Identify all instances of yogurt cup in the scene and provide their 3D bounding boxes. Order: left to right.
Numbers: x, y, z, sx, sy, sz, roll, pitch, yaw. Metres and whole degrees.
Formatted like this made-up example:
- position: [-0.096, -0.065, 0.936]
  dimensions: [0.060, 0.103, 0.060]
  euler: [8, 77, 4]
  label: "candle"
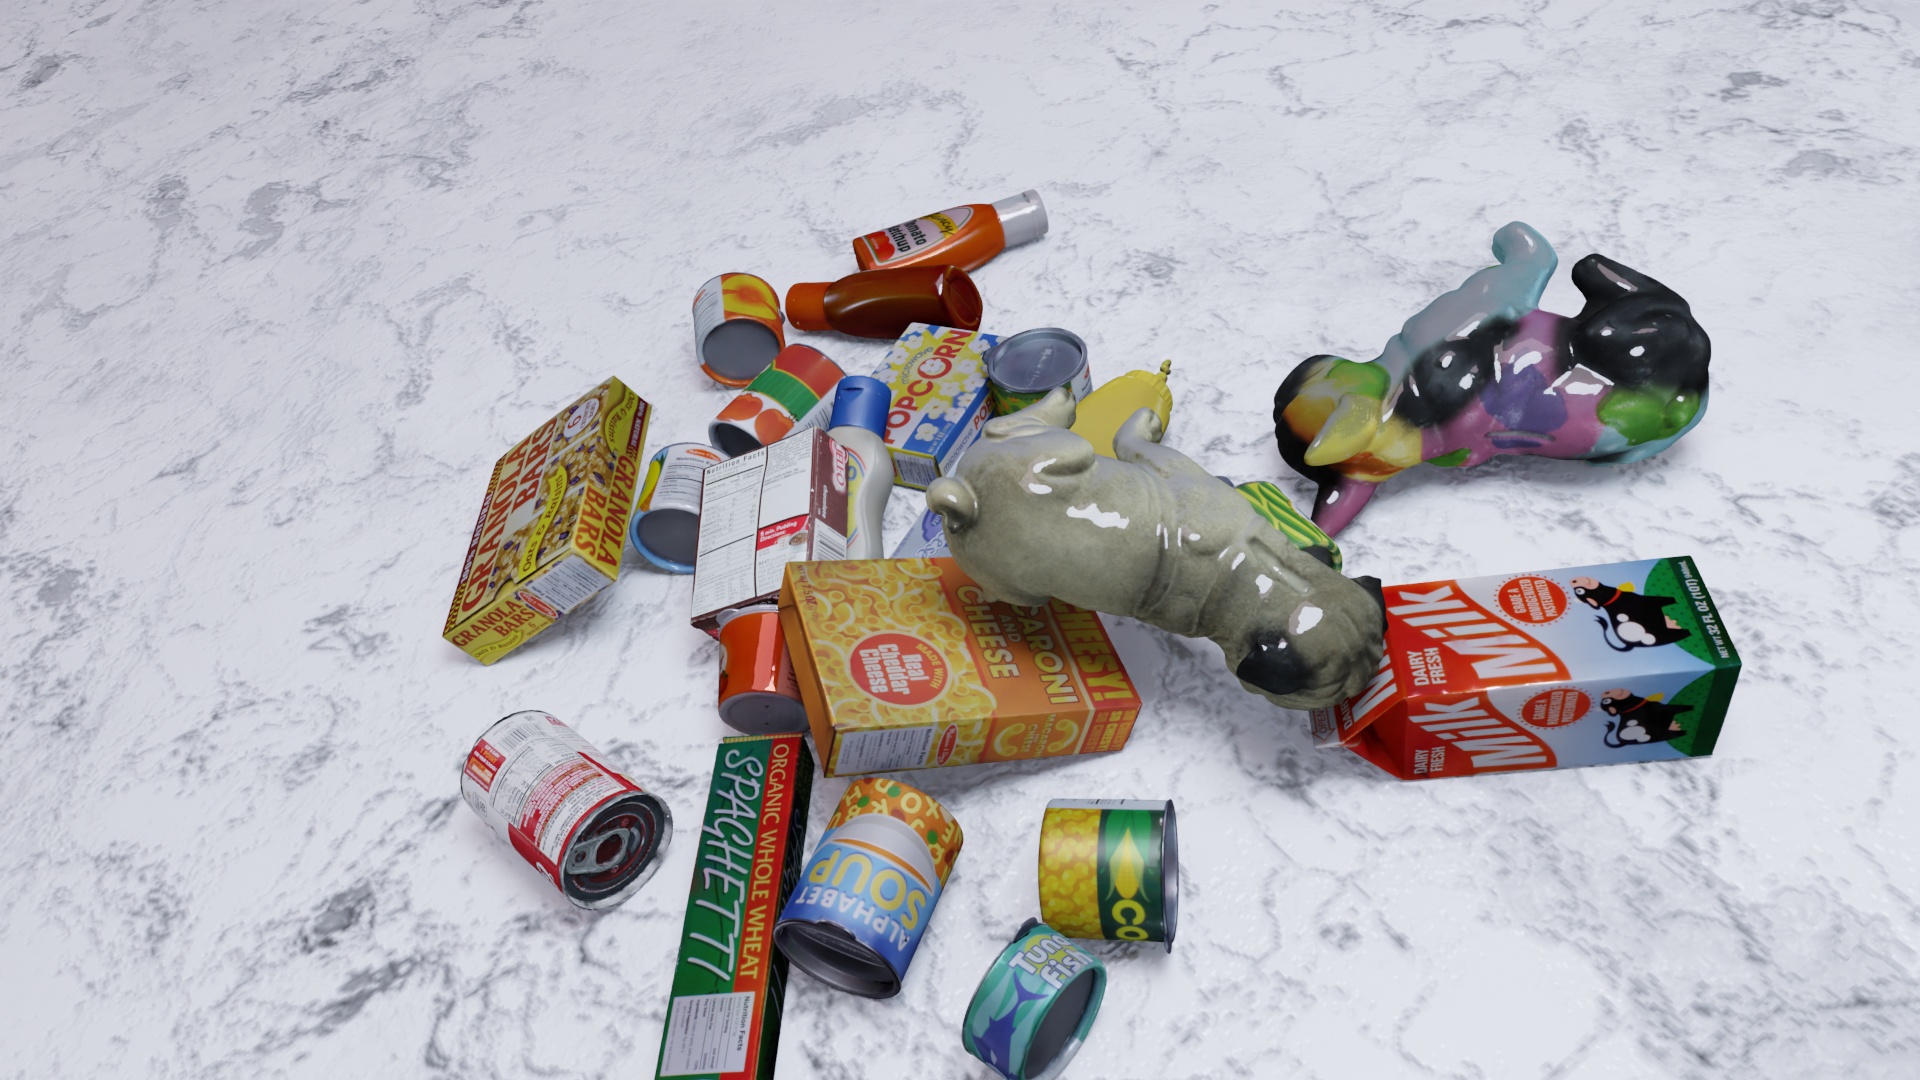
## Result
- position: [-0.106, 0.076, 0.786]
  dimensions: [0.072, 0.072, 0.054]
  euler: [-5, 53, 10]
  label: "yogurt cup"

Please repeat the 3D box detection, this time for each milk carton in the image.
- position: [0.268, 0.066, 0.689]
  dimensions: [0.190, 0.073, 0.073]
  euler: [-6, 45, 9]
  label: "milk carton"

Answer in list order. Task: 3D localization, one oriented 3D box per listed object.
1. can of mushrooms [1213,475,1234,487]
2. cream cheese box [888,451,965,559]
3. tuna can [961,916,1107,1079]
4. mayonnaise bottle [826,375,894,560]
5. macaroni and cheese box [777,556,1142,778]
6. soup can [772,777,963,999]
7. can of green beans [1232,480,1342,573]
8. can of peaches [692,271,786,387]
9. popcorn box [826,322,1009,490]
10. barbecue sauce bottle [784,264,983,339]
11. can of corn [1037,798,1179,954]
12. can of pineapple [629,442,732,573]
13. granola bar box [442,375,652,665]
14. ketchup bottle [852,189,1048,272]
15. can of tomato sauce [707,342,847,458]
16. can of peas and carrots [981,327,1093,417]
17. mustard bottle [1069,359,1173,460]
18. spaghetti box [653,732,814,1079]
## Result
- position: [0.132, -0.010, 0.829]
  dimensions: [0.071, 0.033, 0.071]
  euler: [-8, 44, 8]
  label: "can of mushrooms"
- position: [0.003, -0.011, 0.870]
  dimensions: [0.053, 0.024, 0.104]
  euler: [14, 51, 26]
  label: "cream cheese box"
- position: [0.034, 0.205, 0.614]
  dimensions: [0.033, 0.070, 0.071]
  euler: [26, 57, 32]
  label: "tuna can"
- position: [-0.072, -0.031, 0.868]
  dimensions: [0.065, 0.041, 0.148]
  euler: [-1, 65, 21]
  label: "mayonnaise bottle"
- position: [-0.004, 0.062, 0.745]
  dimensions: [0.167, 0.040, 0.124]
  euler: [-1, 41, -21]
  label: "macaroni and cheese box"
- position: [-0.043, 0.166, 0.672]
  dimensions: [0.071, 0.071, 0.084]
  euler: [9, 49, 23]
  label: "soup can"
- position: [0.170, 0.009, 0.777]
  dimensions: [0.071, 0.071, 0.058]
  euler: [-26, 46, -11]
  label: "can of green beans"
- position: [-0.162, -0.155, 1.030]
  dimensions: [0.071, 0.071, 0.058]
  euler: [-15, 44, 0]
  label: "can of peaches"
- position: [-0.023, -0.093, 0.949]
  dimensions: [0.085, 0.038, 0.127]
  euler: [12, 50, 27]
  label: "popcorn box"
- position: [-0.061, -0.174, 1.027]
  dimensions: [0.148, 0.064, 0.044]
  euler: [4, 69, 30]
  label: "barbecue sauce bottle"
- position: [0.071, 0.157, 0.656]
  dimensions: [0.058, 0.070, 0.071]
  euler: [-2, 46, 14]
  label: "can of corn"
- position: [-0.176, -0.019, 0.899]
  dimensions: [0.071, 0.070, 0.058]
  euler: [-4, 45, 11]
  label: "can of pineapple"
- position: [-0.266, -0.016, 0.900]
  dimensions: [0.124, 0.039, 0.166]
  euler: [-30, 38, 25]
  label: "granola bar box"
- position: [-0.006, -0.233, 1.082]
  dimensions: [0.149, 0.043, 0.065]
  euler: [-20, 43, -6]
  label: "ketchup bottle"
- position: [-0.122, -0.084, 0.946]
  dimensions: [0.071, 0.070, 0.083]
  euler: [19, 54, 30]
  label: "can of tomato sauce"
- position: [0.053, -0.098, 0.920]
  dimensions: [0.071, 0.058, 0.071]
  euler: [-8, 44, 8]
  label: "can of peas and carrots"
- position: [0.095, -0.064, 0.878]
  dimensions: [0.065, 0.048, 0.161]
  euler: [37, 57, 8]
  label: "mustard bottle"
- position: [-0.111, 0.203, 0.683]
  dimensions: [0.050, 0.028, 0.251]
  euler: [-6, 45, 9]
  label: "spaghetti box"
